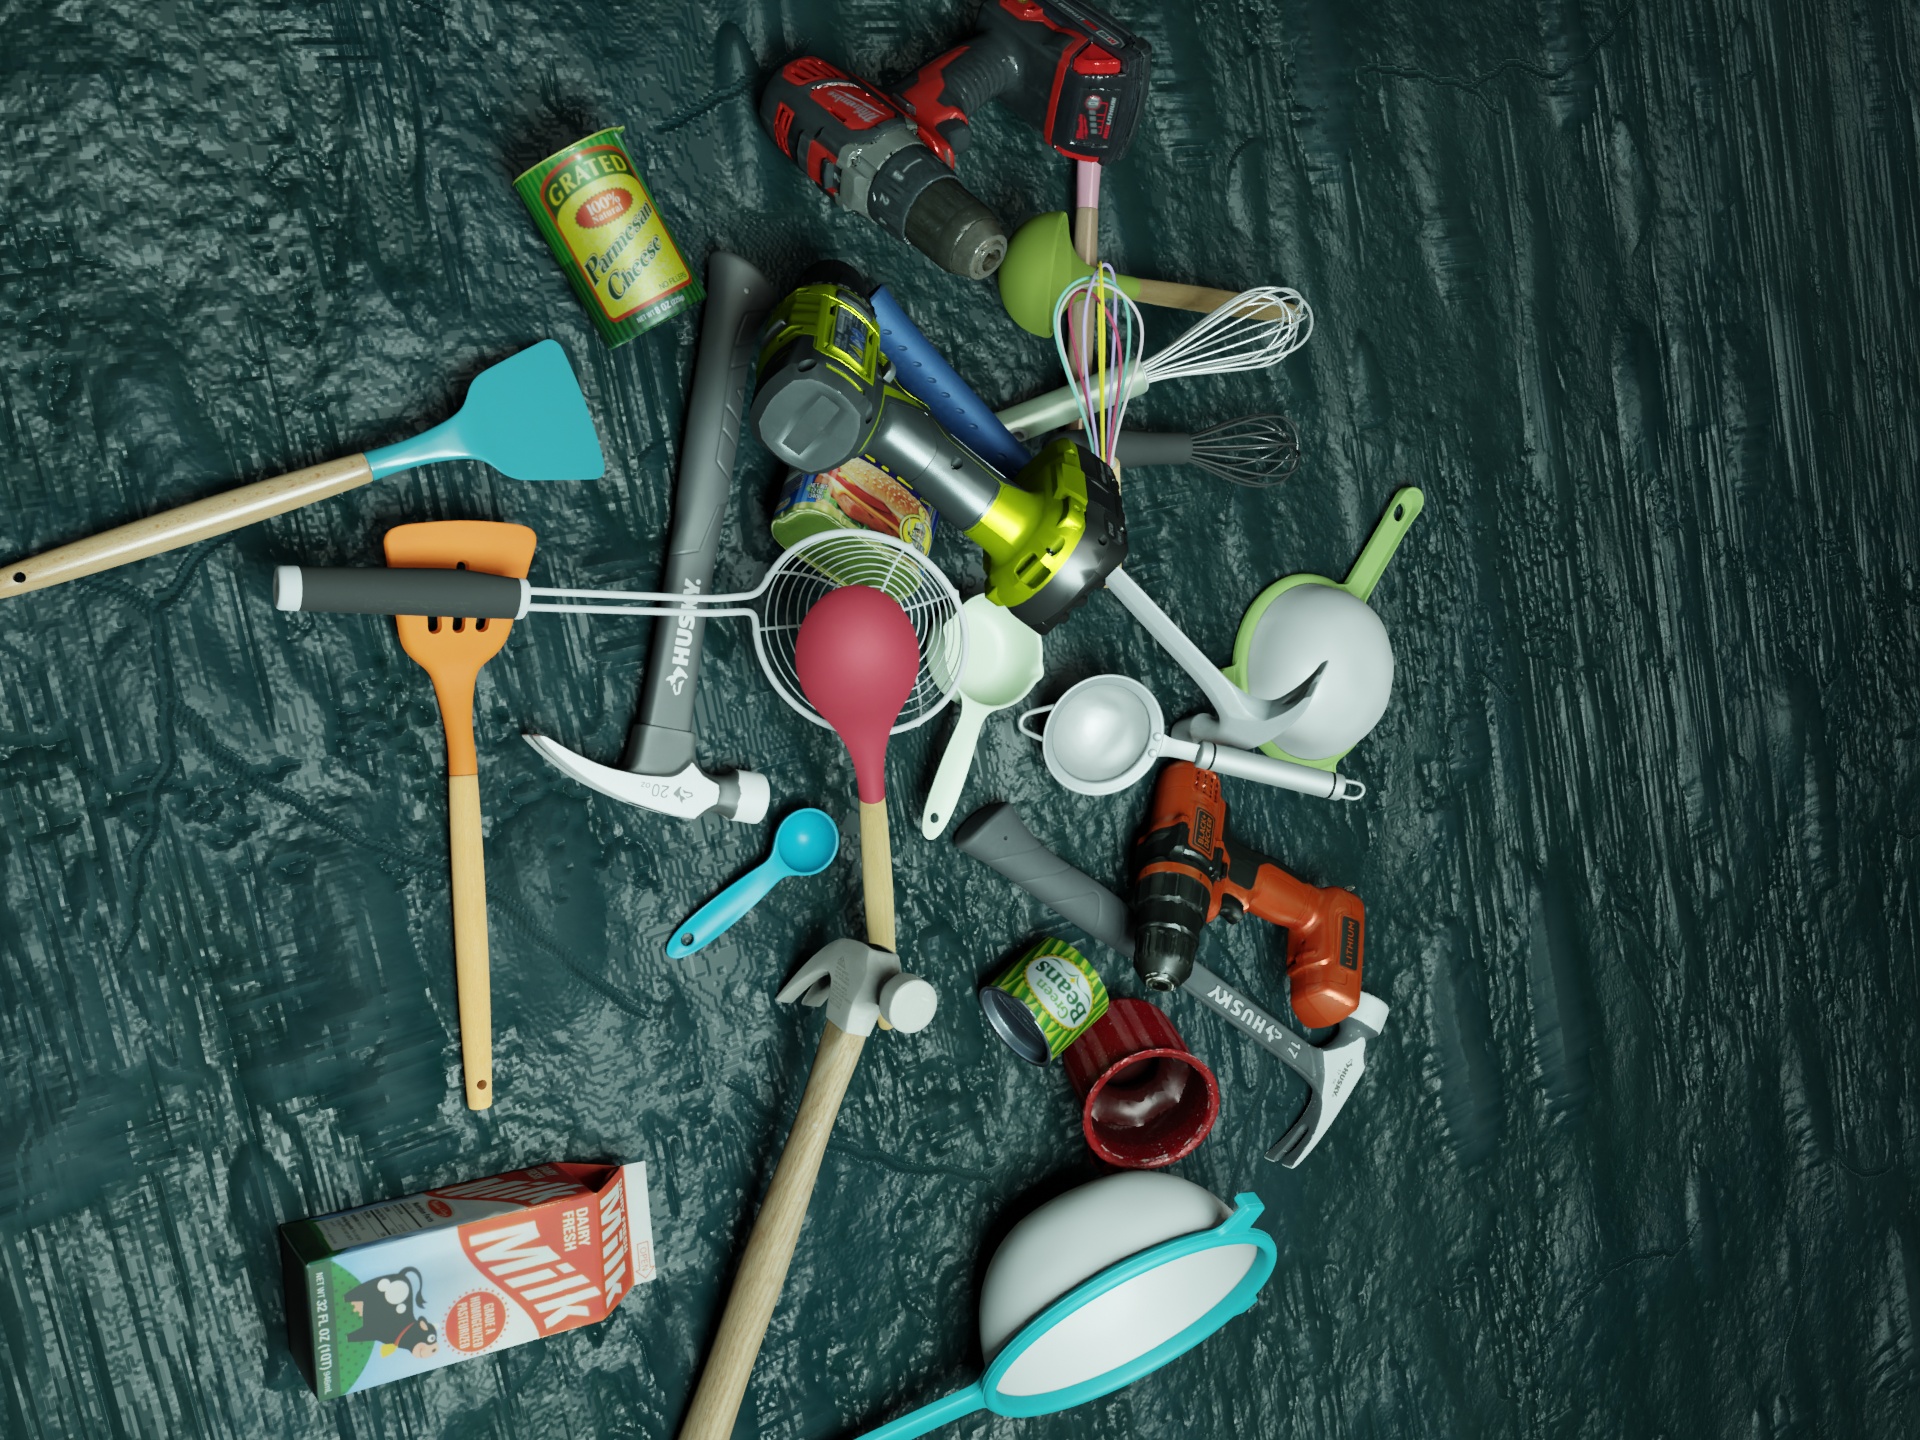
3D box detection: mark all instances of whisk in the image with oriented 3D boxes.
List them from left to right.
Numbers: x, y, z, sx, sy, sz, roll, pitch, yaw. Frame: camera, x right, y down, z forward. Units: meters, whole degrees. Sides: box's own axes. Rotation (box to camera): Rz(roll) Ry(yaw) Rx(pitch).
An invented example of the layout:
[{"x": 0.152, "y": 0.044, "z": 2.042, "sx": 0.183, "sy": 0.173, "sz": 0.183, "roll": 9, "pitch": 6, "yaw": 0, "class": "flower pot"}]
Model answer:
[{"x": 0.091, "y": -0.182, "z": 1.027, "sx": 0.051, "sy": 0.047, "sz": 0.244, "roll": -23, "pitch": 137, "yaw": -16, "class": "whisk"}, {"x": 0.128, "y": -0.238, "z": 1.077, "sx": 0.246, "sy": 0.057, "sz": 0.059, "roll": -23, "pitch": 67, "yaw": -9, "class": "whisk"}, {"x": 0.153, "y": -0.190, "z": 1.121, "sx": 0.239, "sy": 0.055, "sz": 0.055, "roll": -6, "pitch": 94, "yaw": -34, "class": "whisk"}]

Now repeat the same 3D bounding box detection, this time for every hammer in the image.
[{"x": -0.161, "y": -0.112, "z": 0.937, "sx": 0.146, "sy": 0.035, "sz": 0.335, "roll": 11, "pitch": 84, "yaw": -32, "class": "hammer"}, {"x": -0.106, "y": 0.288, "z": 0.943, "sx": 0.031, "sy": 0.130, "sz": 0.331, "roll": 19, "pitch": 91, "yaw": -31, "class": "hammer"}, {"x": 0.078, "y": -0.125, "z": 1.047, "sx": 0.405, "sy": 0.144, "sz": 0.035, "roll": 45, "pitch": 55, "yaw": -17, "class": "hammer"}, {"x": 0.151, "y": 0.179, "z": 1.137, "sx": 0.408, "sy": 0.036, "sz": 0.149, "roll": 37, "pitch": 73, "yaw": -27, "class": "hammer"}]

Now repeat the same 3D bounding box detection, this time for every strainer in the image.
[{"x": 0.035, "y": 0.383, "z": 1.032, "sx": 0.340, "sy": 0.095, "sz": 0.210, "roll": -22, "pitch": 142, "yaw": -8, "class": "strainer"}, {"x": 0.158, "y": 0.023, "z": 1.088, "sx": 0.258, "sy": 0.050, "sz": 0.087, "roll": 13, "pitch": 106, "yaw": -11, "class": "strainer"}, {"x": 0.308, "y": -0.079, "z": 1.212, "sx": 0.151, "sy": 0.069, "sz": 0.256, "roll": 41, "pitch": 71, "yaw": -25, "class": "strainer"}]

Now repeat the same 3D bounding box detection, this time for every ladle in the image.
[{"x": -0.052, "y": 0.065, "z": 0.939, "sx": 0.069, "sy": 0.031, "sz": 0.315, "roll": -8, "pitch": 124, "yaw": -9, "class": "ladle"}, {"x": 0.145, "y": -0.293, "z": 1.093, "sx": 0.320, "sy": 0.062, "sz": 0.078, "roll": -6, "pitch": 109, "yaw": -42, "class": "ladle"}]

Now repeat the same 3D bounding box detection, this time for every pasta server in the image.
[{"x": 0.081, "y": -0.323, "z": 1.095, "sx": 0.060, "sy": 0.040, "sz": 0.316, "roll": 0, "pitch": 94, "yaw": -32, "class": "pasta server"}]

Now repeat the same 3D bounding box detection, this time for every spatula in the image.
[{"x": -0.338, "y": -0.122, "z": 0.835, "sx": 0.317, "sy": 0.044, "sz": 0.082, "roll": -24, "pitch": 104, "yaw": -25, "class": "spatula"}, {"x": -0.268, "y": 0.054, "z": 0.868, "sx": 0.081, "sy": 0.041, "sz": 0.322, "roll": -4, "pitch": 94, "yaw": -33, "class": "spatula"}]

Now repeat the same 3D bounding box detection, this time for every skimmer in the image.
[{"x": -0.169, "y": -0.051, "z": 0.856, "sx": 0.363, "sy": 0.090, "sz": 0.127, "roll": 0, "pitch": 120, "yaw": -33, "class": "skimmer"}]

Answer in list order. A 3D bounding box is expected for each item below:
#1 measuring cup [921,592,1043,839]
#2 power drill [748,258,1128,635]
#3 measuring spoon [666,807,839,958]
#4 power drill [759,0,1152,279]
[{"x": -0.002, "y": -0.003, "z": 1.038, "sx": 0.083, "sy": 0.038, "sz": 0.167, "roll": 24, "pitch": 80, "yaw": -30, "class": "measuring cup"}, {"x": -0.015, "y": -0.167, "z": 0.920, "sx": 0.228, "sy": 0.080, "sz": 0.191, "roll": 34, "pitch": 30, "yaw": -22, "class": "power drill"}, {"x": -0.130, "y": 0.100, "z": 0.973, "sx": 0.128, "sy": 0.021, "sz": 0.042, "roll": -39, "pitch": 111, "yaw": -16, "class": "measuring spoon"}, {"x": 0.015, "y": -0.361, "z": 0.973, "sx": 0.227, "sy": 0.080, "sz": 0.188, "roll": -33, "pitch": 65, "yaw": -28, "class": "power drill"}]
